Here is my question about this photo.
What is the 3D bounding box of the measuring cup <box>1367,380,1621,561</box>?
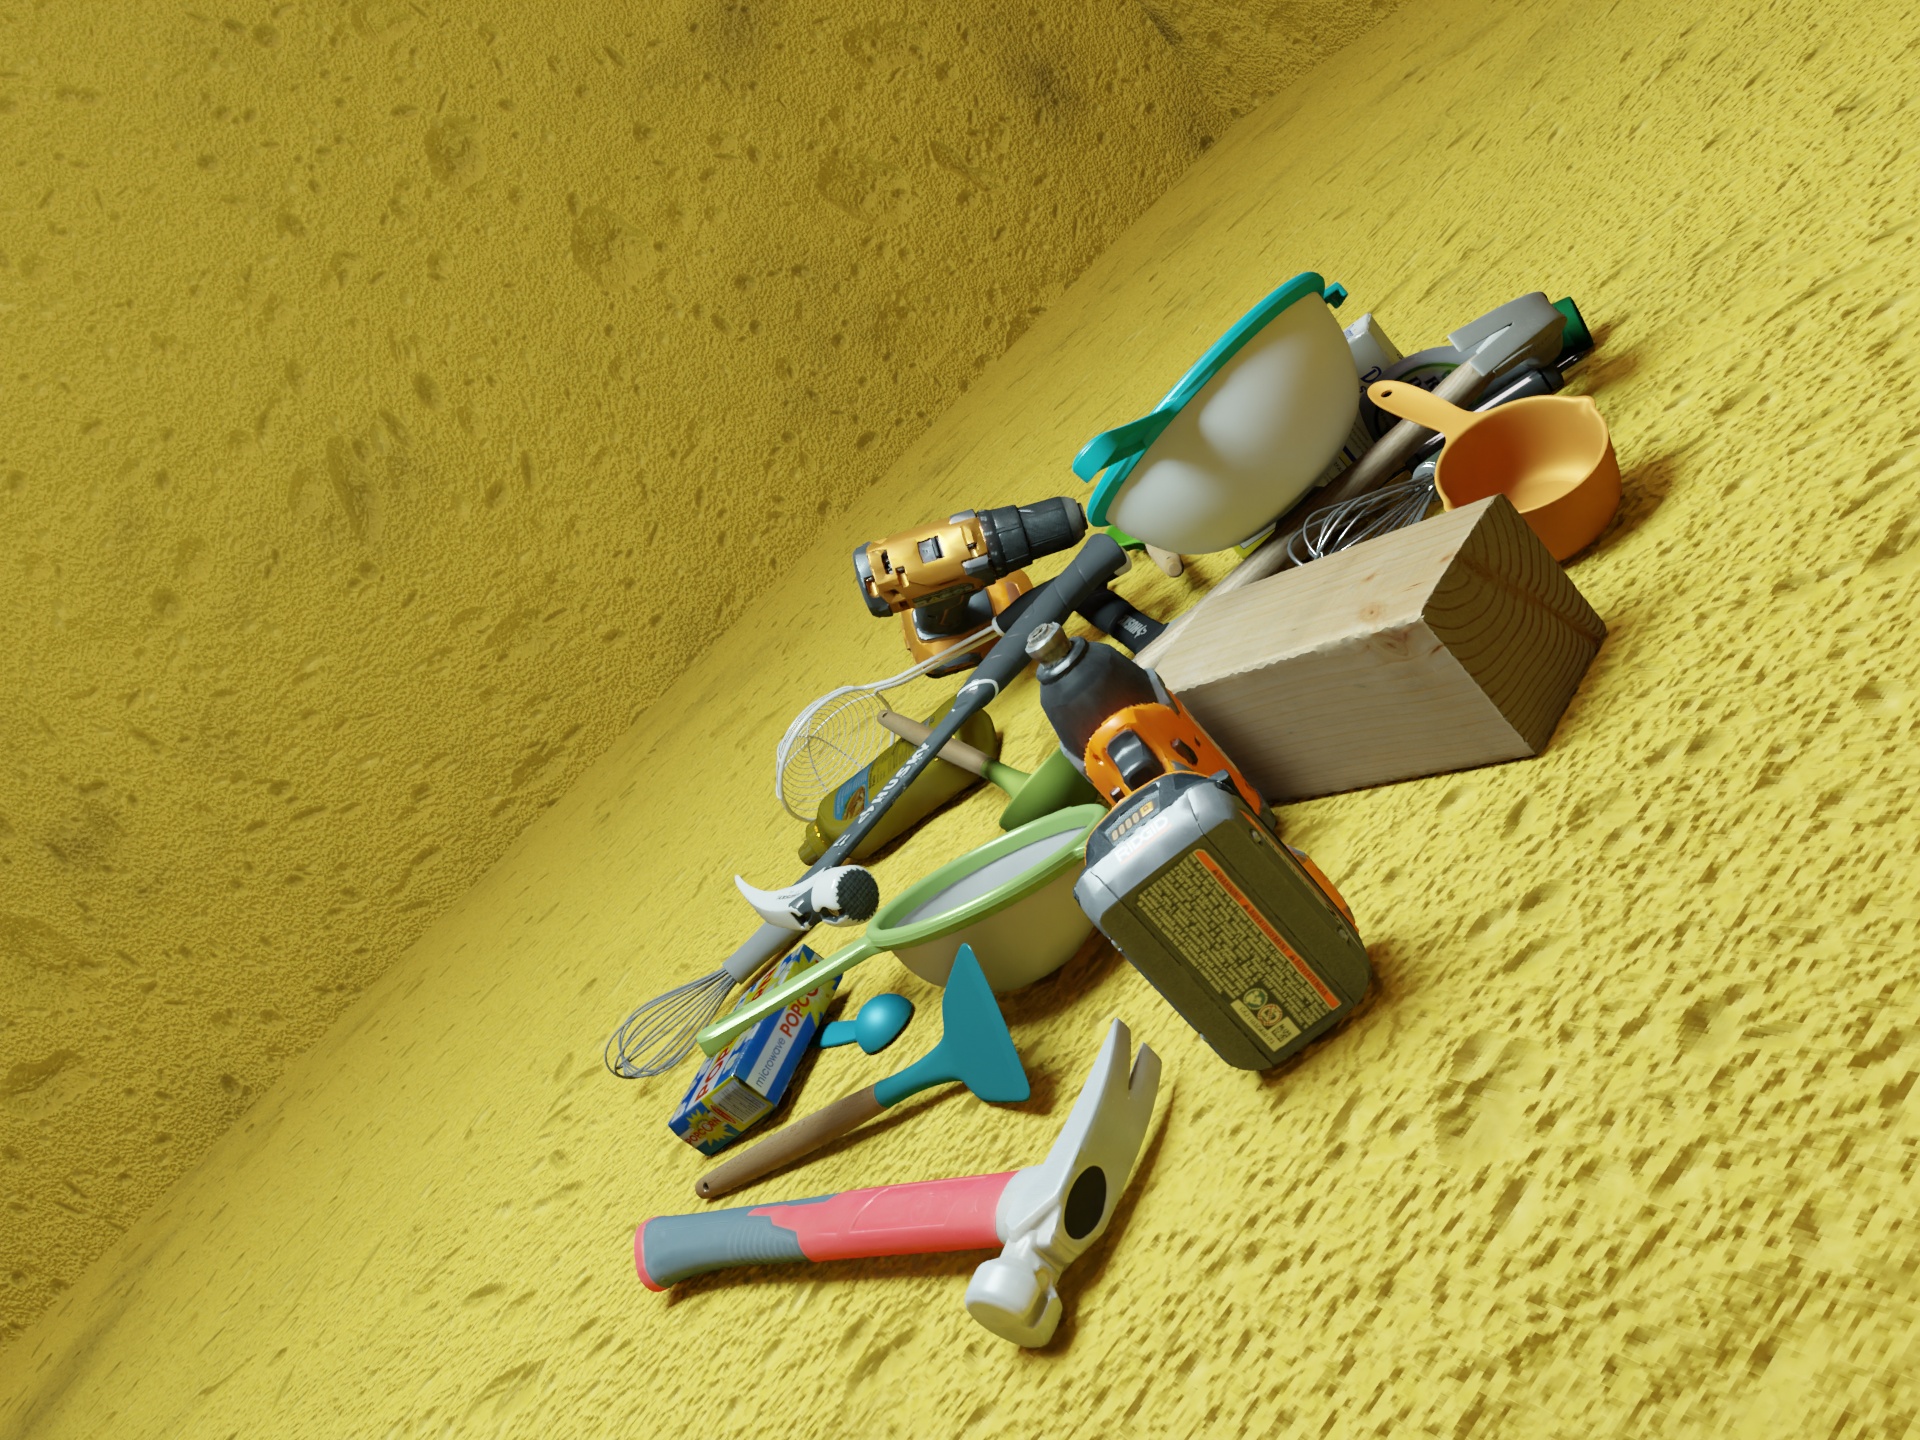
[{"bbox_3d":[0.283,-0.141,0.866,0.095,0.052,0.174,-39,36,-1],"label":"measuring cup"}]

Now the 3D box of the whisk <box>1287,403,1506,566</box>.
[{"bbox_3d":[0.268,-0.135,0.922,0.059,0.057,0.246,25,43,33],"label":"whisk"}]

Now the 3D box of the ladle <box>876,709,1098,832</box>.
[{"bbox_3d":[0.002,0.020,1.128,0.078,0.062,0.320,-46,27,-11],"label":"ladle"}]

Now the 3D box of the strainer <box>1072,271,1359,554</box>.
[{"bbox_3d":[0.160,-0.158,0.963,0.211,0.095,0.340,-49,-7,29],"label":"strainer"}]

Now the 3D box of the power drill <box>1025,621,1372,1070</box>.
[{"bbox_3d":[0.094,0.042,0.734,0.084,0.164,0.227,-40,17,11],"label":"power drill"}]

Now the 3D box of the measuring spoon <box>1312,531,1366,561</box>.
[{"bbox_3d":[0.222,-0.083,1.049,0.124,0.018,0.034,-37,17,-4],"label":"measuring spoon"}]

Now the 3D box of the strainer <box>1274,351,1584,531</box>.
[{"bbox_3d":[0.292,-0.168,1.051,0.258,0.050,0.087,-33,3,22],"label":"strainer"}]

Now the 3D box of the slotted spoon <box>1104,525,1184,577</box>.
[{"bbox_3d":[0.156,-0.140,1.275,0.070,0.031,0.314,-21,11,6],"label":"slotted spoon"}]

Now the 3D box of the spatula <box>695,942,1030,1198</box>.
[{"bbox_3d":[-0.066,0.217,0.882,0.044,0.082,0.317,-5,-24,-48],"label":"spatula"}]

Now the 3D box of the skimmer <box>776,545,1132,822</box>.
[{"bbox_3d":[-0.006,-0.025,1.300,0.363,0.127,0.090,-28,64,29],"label":"skimmer"}]

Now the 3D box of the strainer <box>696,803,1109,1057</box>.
[{"bbox_3d":[-0.018,0.135,0.873,0.256,0.069,0.151,-29,5,-5],"label":"strainer"}]

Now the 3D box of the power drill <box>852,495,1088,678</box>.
[{"bbox_3d":[0.020,-0.116,1.324,0.185,0.084,0.226,-17,-15,4],"label":"power drill"}]

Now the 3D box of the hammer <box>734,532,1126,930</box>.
[{"bbox_3d":[-0.002,-0.003,1.093,0.149,0.036,0.409,-14,28,51],"label":"hammer"}]

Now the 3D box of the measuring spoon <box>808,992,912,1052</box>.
[{"bbox_3d":[-0.075,0.194,1.020,0.128,0.021,0.042,-23,25,53],"label":"measuring spoon"}]

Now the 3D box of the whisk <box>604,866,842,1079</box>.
[{"bbox_3d":[-0.180,0.196,1.247,0.239,0.055,0.055,-42,14,-9],"label":"whisk"}]

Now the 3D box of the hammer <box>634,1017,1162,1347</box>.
[{"bbox_3d":[-0.056,0.240,0.799,0.386,0.038,0.143,-26,25,49],"label":"hammer"}]

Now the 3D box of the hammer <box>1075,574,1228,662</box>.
[{"bbox_3d":[0.121,-0.074,1.236,0.146,0.035,0.335,-42,15,3],"label":"hammer"}]

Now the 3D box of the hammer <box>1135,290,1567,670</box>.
[{"bbox_3d":[0.236,-0.138,0.987,0.331,0.031,0.130,-43,-14,17],"label":"hammer"}]

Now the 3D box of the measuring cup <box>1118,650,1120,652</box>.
[{"bbox_3d":[0.114,0.004,1.012,0.038,0.083,0.168,-20,28,-17],"label":"measuring cup"}]
